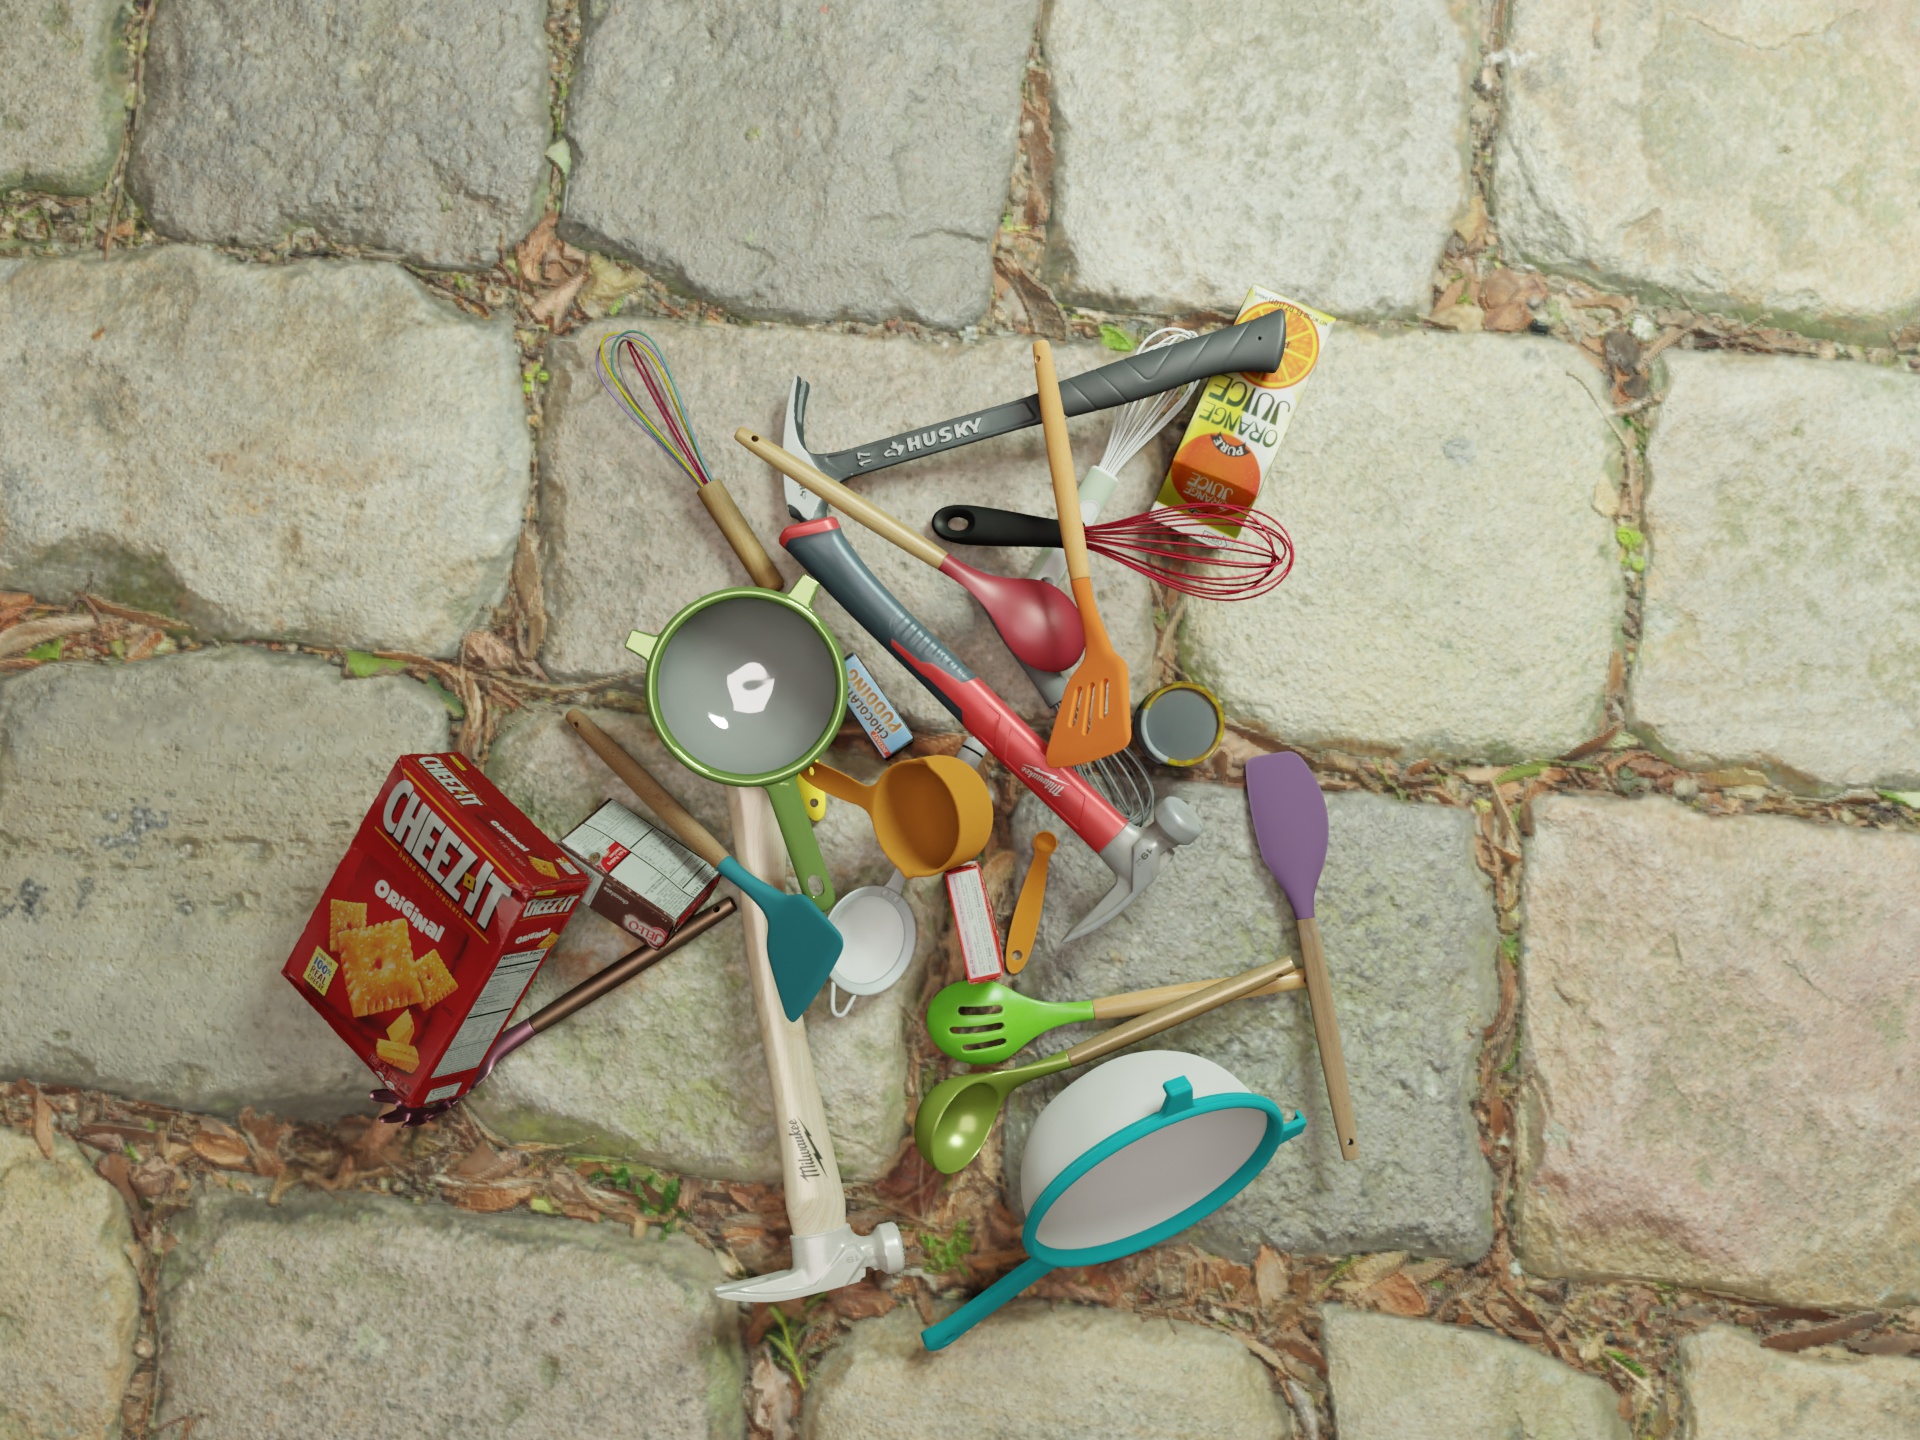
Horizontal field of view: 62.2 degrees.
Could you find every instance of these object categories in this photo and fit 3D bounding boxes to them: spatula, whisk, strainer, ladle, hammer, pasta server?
[{"bbox_3d":[-0.204,0.093,1.216,0.318,0.044,0.082,41,113,19],"label":"spatula"},{"bbox_3d":[0.079,-0.017,1.249,0.055,0.055,0.239,-32,83,0],"label":"whisk"},{"bbox_3d":[0.082,0.350,1.202,0.340,0.210,0.095,-42,50,18],"label":"strainer"},{"bbox_3d":[-0.035,-0.136,1.216,0.315,0.031,0.069,32,67,-5],"label":"ladle"},{"bbox_3d":[-0.042,0.112,1.250,0.086,0.050,0.258,35,81,-32],"label":"strainer"},{"bbox_3d":[0.108,-0.137,1.207,0.296,0.073,0.073,10,88,27],"label":"whisk"},{"bbox_3d":[0.112,0.258,1.217,0.320,0.078,0.062,-24,44,3],"label":"ladle"},{"bbox_3d":[-0.002,-0.004,1.218,0.386,0.038,0.143,44,112,4],"label":"hammer"},{"bbox_3d":[0.079,-0.127,1.170,0.081,0.041,0.323,-17,78,44],"label":"spatula"},{"bbox_3d":[0.050,-0.242,1.225,0.409,0.036,0.149,-14,84,14],"label":"hammer"},{"bbox_3d":[-0.146,0.022,1.221,0.151,0.069,0.256,-19,99,-4],"label":"strainer"},{"bbox_3d":[0.275,0.179,1.234,0.060,0.018,0.316,-8,80,-2],"label":"spatula"},{"bbox_3d":[-0.316,0.225,1.253,0.316,0.040,0.060,-31,67,-1],"label":"pasta server"},{"bbox_3d":[0.119,-0.201,1.257,0.057,0.059,0.246,29,93,-25],"label":"whisk"},{"bbox_3d":[-0.210,-0.208,1.270,0.051,0.047,0.245,-32,91,12],"label":"whisk"},{"bbox_3d":[-0.148,0.236,1.236,0.146,0.038,0.411,-8,85,-15],"label":"hammer"}]

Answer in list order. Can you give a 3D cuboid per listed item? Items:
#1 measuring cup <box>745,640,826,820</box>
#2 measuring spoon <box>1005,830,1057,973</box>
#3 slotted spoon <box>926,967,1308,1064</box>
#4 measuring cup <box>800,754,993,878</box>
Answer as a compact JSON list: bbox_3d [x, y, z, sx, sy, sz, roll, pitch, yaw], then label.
[{"bbox_3d":[-0.131,0.003,1.260,0.062,0.029,0.156,-14,85,1],"label":"measuring cup"},{"bbox_3d":[0.055,0.144,1.261,0.021,0.011,0.117,14,91,2],"label":"measuring spoon"},{"bbox_3d":[0.129,0.221,1.246,0.313,0.031,0.070,-8,98,0],"label":"slotted spoon"},{"bbox_3d":[-0.049,0.057,1.214,0.174,0.052,0.095,21,110,38],"label":"measuring cup"}]
